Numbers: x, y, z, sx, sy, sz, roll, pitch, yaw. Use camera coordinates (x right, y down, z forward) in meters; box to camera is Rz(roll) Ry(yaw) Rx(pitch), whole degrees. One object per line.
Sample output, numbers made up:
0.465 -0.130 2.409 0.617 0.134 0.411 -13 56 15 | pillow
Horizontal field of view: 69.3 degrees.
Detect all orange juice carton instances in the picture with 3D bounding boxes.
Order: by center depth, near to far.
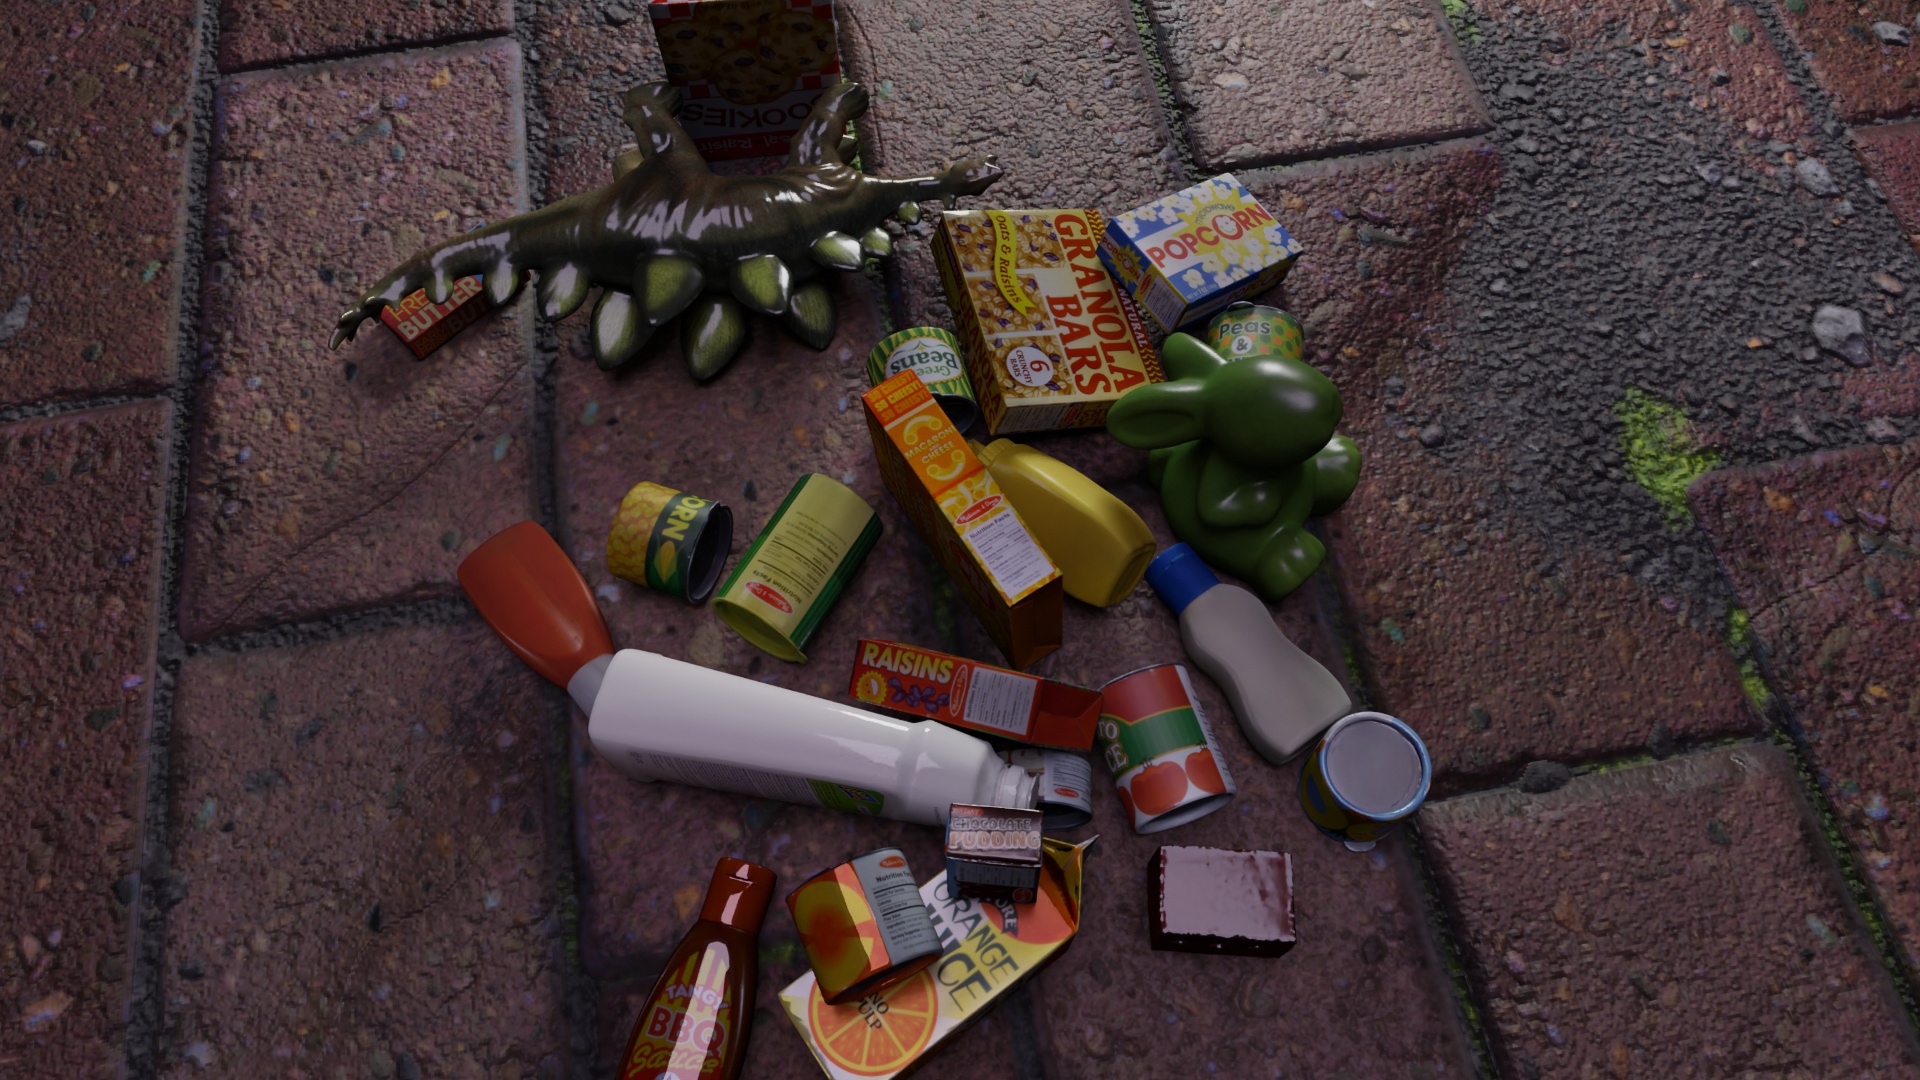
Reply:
-0.001 0.229 0.777 0.193 0.071 0.073 -34 69 -15 | orange juice carton

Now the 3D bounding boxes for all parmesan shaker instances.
-0.100 0.018 0.885 0.071 0.071 0.103 27 67 13 | parmesan shaker

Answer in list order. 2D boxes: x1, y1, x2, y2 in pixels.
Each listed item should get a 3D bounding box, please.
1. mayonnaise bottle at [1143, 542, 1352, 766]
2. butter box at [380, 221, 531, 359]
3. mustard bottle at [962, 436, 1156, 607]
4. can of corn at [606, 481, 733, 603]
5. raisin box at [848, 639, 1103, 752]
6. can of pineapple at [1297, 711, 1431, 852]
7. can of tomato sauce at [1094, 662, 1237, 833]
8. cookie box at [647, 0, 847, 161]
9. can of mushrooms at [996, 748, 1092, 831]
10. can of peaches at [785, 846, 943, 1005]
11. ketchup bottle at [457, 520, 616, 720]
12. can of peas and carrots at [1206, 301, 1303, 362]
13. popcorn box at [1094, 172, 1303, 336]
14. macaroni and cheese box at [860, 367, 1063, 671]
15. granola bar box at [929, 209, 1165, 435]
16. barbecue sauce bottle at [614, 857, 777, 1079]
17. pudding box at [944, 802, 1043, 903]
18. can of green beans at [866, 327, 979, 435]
0.175 0.067 0.873 0.065 0.041 0.148 -31 67 -15 | mayonnaise bottle
-0.369 -0.181 1.005 0.053 0.024 0.104 41 71 19 | butter box
0.053 -0.025 0.906 0.160 0.065 0.049 42 31 26 | mustard bottle
-0.186 -0.001 0.891 0.058 0.071 0.071 17 66 9 | can of corn
0.009 0.090 0.812 0.123 0.086 0.040 9 85 31 | raisin box
0.240 0.143 0.825 0.071 0.057 0.071 0 64 0 | can of pineapple
0.117 0.125 0.830 0.071 0.071 0.083 -17 66 -8 | can of tomato sauce
-0.149 -0.346 1.006 0.123 0.166 0.040 -6 68 -3 | cookie box
0.043 0.148 0.821 0.071 0.070 0.033 2 65 1 | can of mushrooms
-0.051 0.200 0.716 0.071 0.071 0.058 -22 67 -10 | can of peaches
-0.253 0.058 0.877 0.065 0.043 0.149 -37 70 -15 | ketchup bottle
0.199 -0.119 0.946 0.071 0.070 0.059 6 65 4 | can of peas and carrots
0.169 -0.204 0.984 0.127 0.038 0.085 -28 69 -32 | popcorn box
0.003 -0.011 0.864 0.040 0.123 0.167 -31 68 -9 | macaroni and cheese box
0.060 -0.154 0.965 0.124 0.039 0.166 -6 63 -21 | granola bar box
-0.143 0.255 0.781 0.065 0.043 0.149 13 64 8 | barbecue sauce bottle
0.017 0.164 0.722 0.050 0.083 0.030 4 62 3 | pudding box
-0.026 -0.103 0.942 0.071 0.071 0.058 -14 65 -6 | can of green beans
